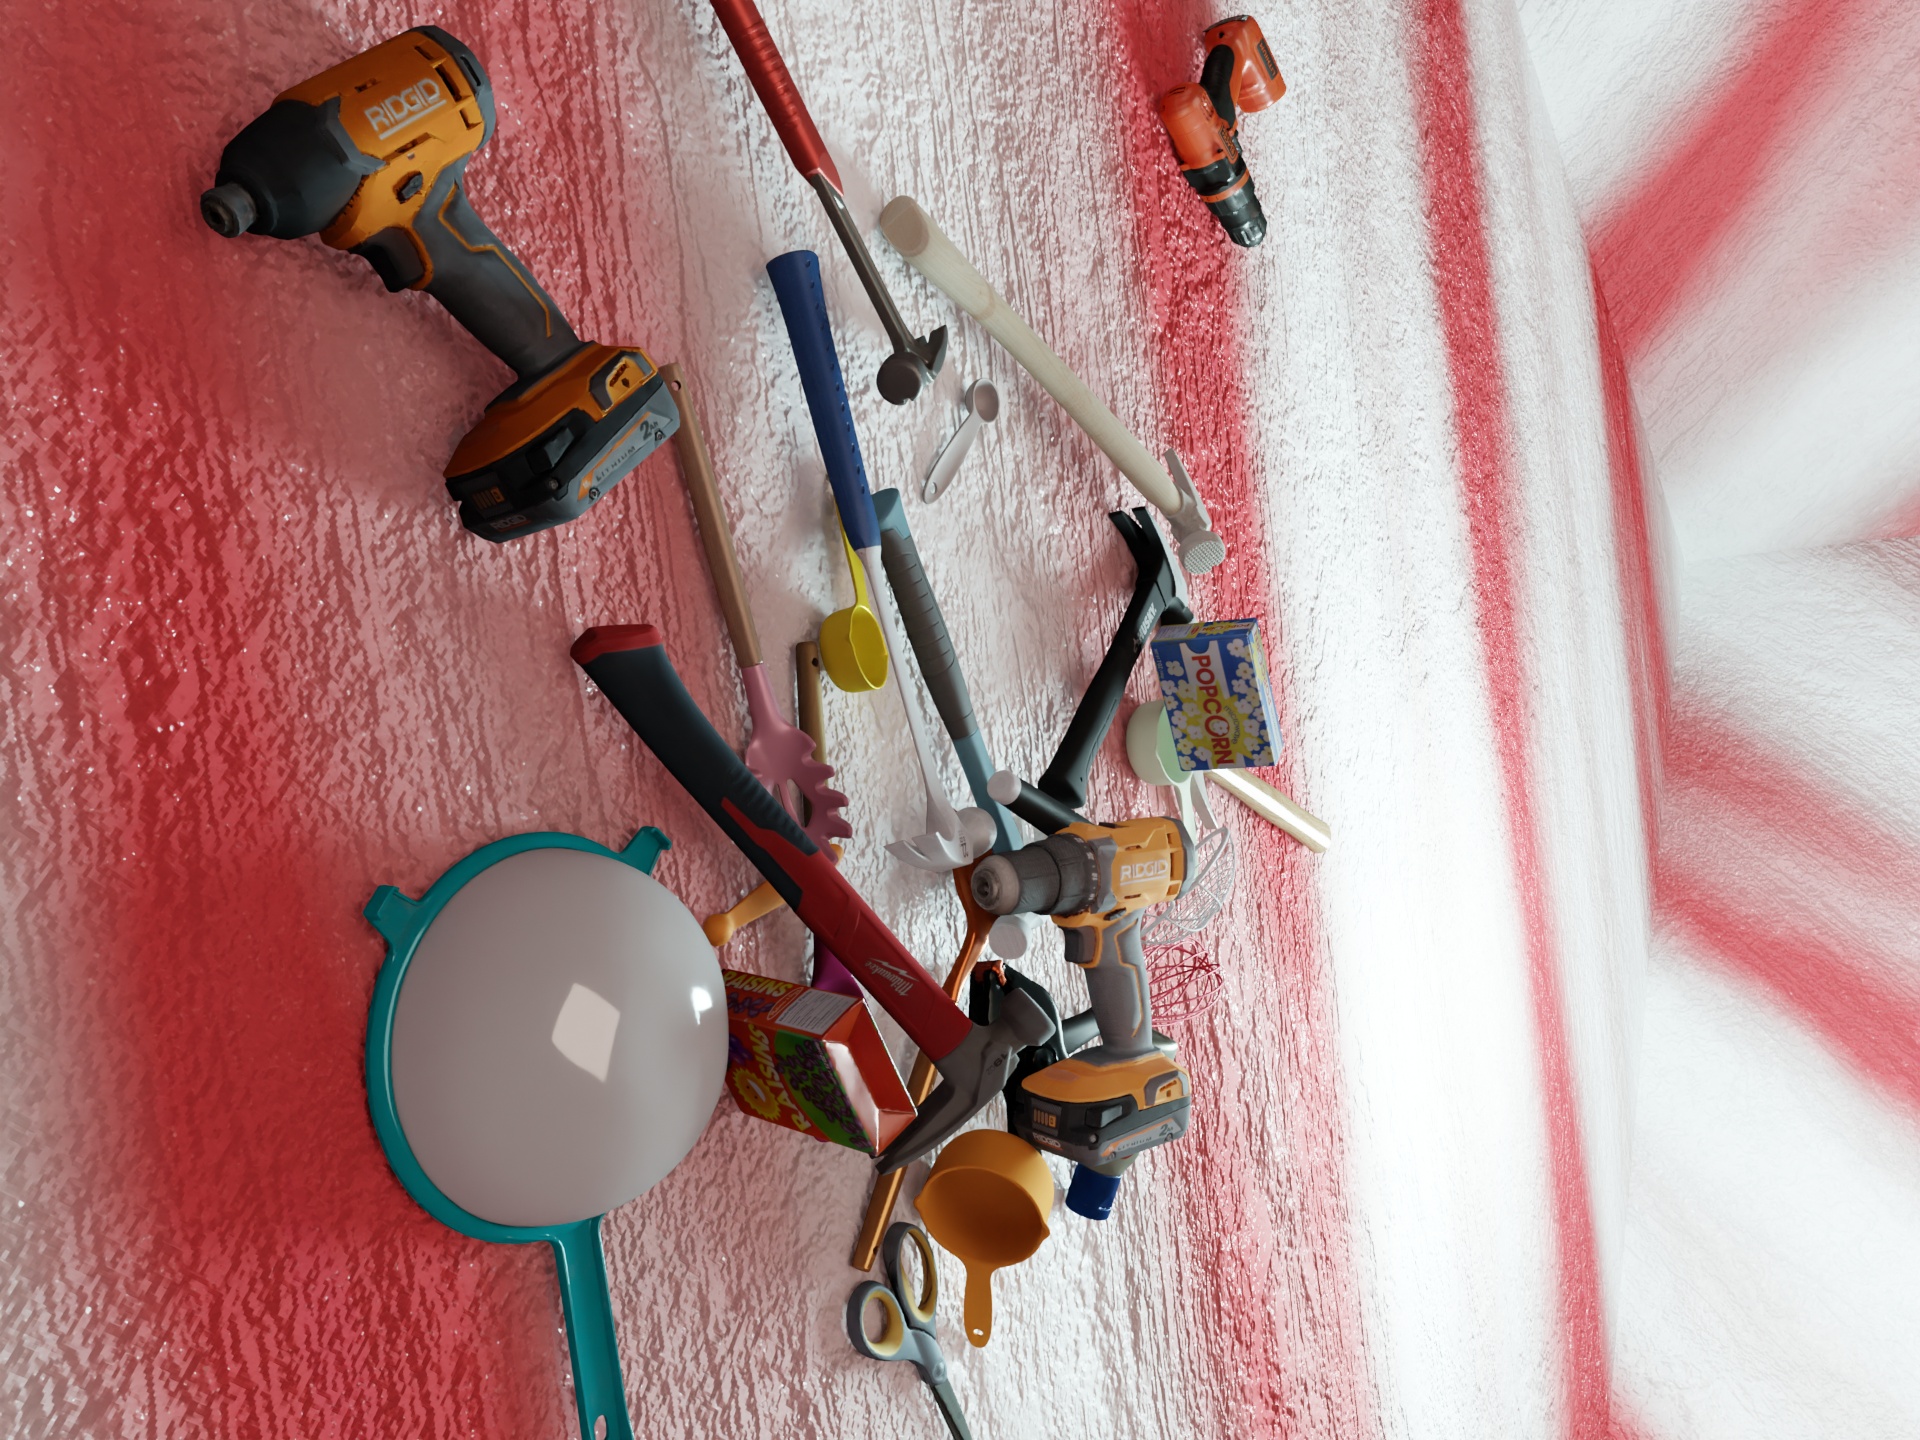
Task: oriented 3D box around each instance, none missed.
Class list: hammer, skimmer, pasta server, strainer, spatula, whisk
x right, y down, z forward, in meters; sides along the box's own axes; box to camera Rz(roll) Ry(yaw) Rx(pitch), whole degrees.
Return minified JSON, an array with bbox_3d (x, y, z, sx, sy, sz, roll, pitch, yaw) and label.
[{"bbox_3d":[-0.002,-0.004,1.124,0.128,0.033,0.331,-54,127,-64],"label":"hammer"},{"bbox_3d":[0.110,0.092,1.222,0.127,0.090,0.362,-48,140,8],"label":"skimmer"},{"bbox_3d":[-0.103,0.103,0.936,0.143,0.038,0.386,-42,113,-7],"label":"hammer"},{"bbox_3d":[-0.131,-0.059,0.961,0.060,0.040,0.316,-18,101,-18],"label":"pasta server"},{"bbox_3d":[-0.057,-0.099,1.015,0.144,0.035,0.405,-15,90,-75],"label":"hammer"},{"bbox_3d":[-0.177,0.225,0.813,0.211,0.095,0.340,-10,93,-55],"label":"strainer"},{"bbox_3d":[-0.023,0.216,1.099,0.080,0.041,0.323,45,55,-45],"label":"spatula"},{"bbox_3d":[0.125,-0.045,1.300,0.146,0.035,0.335,64,34,-27],"label":"hammer"},{"bbox_3d":[-0.103,-0.380,1.020,0.358,0.036,0.149,61,18,-23],"label":"hammer"},{"bbox_3d":[0.287,0.073,1.548,0.331,0.031,0.130,31,61,-50],"label":"hammer"},{"bbox_3d":[0.077,-0.272,1.260,0.410,0.038,0.146,37,26,-40],"label":"hammer"},{"bbox_3d":[0.123,0.235,1.278,0.295,0.073,0.073,-14,98,-48],"label":"whisk"}]

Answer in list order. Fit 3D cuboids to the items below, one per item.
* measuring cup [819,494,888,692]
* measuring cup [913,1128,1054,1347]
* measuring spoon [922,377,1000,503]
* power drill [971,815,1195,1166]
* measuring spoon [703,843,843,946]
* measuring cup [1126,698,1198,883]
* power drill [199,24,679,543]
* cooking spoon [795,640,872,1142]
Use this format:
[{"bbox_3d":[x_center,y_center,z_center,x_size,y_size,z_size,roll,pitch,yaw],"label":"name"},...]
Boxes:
[{"bbox_3d":[-0.080,-0.093,1.055,0.062,0.029,0.157,23,54,-67],"label":"measuring cup"},{"bbox_3d":[0.020,0.360,1.109,0.052,0.095,0.173,-60,155,-58],"label":"measuring cup"},{"bbox_3d":[-0.005,-0.207,1.184,0.034,0.018,0.124,53,53,-38],"label":"measuring spoon"},{"bbox_3d":[0.083,0.182,1.091,0.185,0.084,0.226,-3,95,-42],"label":"power drill"},{"bbox_3d":[-0.111,0.105,0.977,0.117,0.011,0.021,-32,108,-41],"label":"measuring spoon"},{"bbox_3d":[0.181,0.063,1.394,0.083,0.038,0.167,-23,107,-54],"label":"measuring cup"},{"bbox_3d":[-0.251,-0.203,0.774,0.226,0.084,0.164,60,42,-25],"label":"power drill"},{"bbox_3d":[-0.089,0.108,1.019,0.068,0.017,0.319,-2,88,-45],"label":"cooking spoon"}]
